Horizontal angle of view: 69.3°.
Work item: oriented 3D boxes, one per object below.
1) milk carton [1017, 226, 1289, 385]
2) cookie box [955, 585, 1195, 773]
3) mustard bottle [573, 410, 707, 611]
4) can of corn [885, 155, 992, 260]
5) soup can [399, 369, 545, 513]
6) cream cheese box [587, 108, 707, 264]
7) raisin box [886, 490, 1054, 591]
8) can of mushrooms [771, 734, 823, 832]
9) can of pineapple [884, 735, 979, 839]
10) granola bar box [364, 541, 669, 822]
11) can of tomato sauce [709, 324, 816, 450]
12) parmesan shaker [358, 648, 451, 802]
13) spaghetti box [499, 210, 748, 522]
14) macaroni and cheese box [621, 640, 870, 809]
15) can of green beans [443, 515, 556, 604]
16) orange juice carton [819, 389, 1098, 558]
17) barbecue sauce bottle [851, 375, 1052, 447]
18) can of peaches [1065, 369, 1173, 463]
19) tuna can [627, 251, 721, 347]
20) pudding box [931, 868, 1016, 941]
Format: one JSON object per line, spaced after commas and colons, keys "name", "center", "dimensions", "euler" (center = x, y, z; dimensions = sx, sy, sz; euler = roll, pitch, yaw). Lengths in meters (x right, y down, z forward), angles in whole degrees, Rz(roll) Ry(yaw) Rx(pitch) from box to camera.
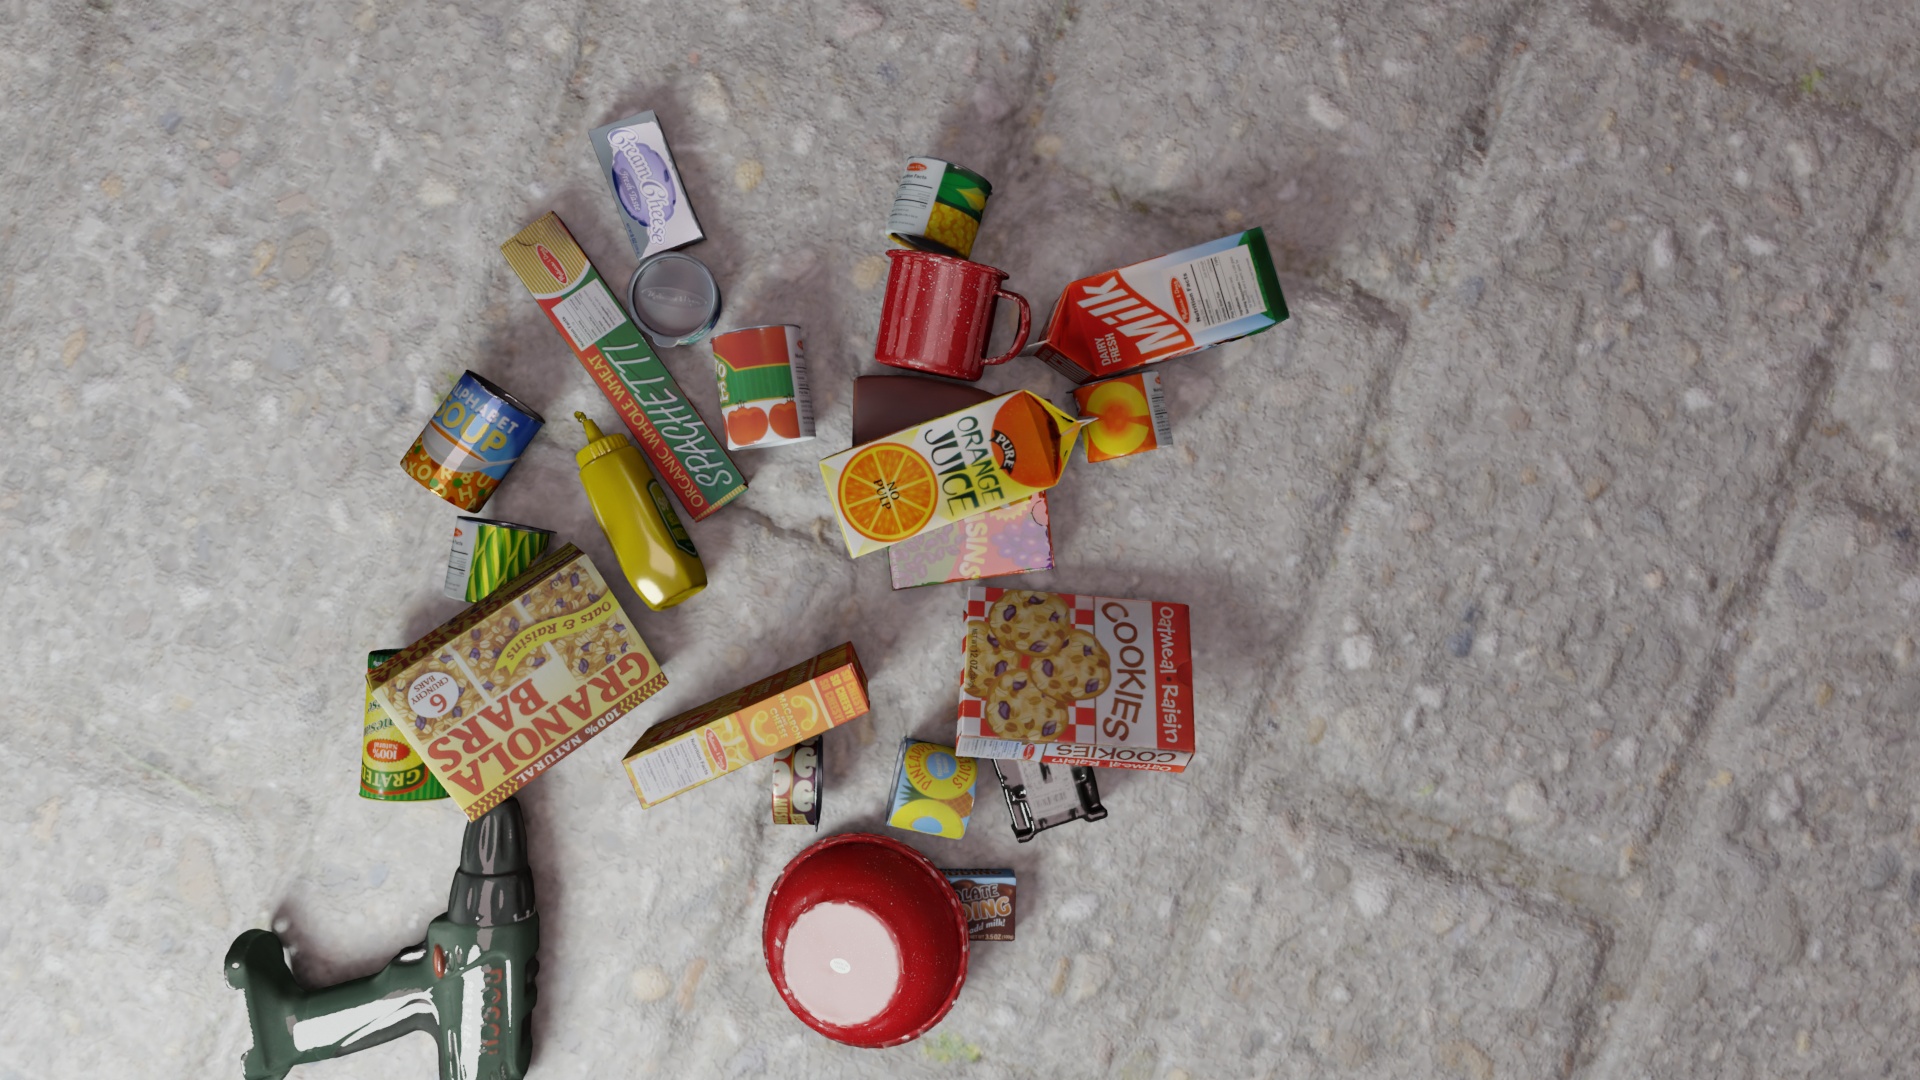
{"name": "milk carton", "center": [0.136, -0.167, 1.033], "dimensions": [0.191, 0.072, 0.073], "euler": [-17, 91, -4]}
{"name": "cookie box", "center": [0.084, 0.100, 1.015], "dimensions": [0.167, 0.040, 0.123], "euler": [5, 57, -3]}
{"name": "mustard bottle", "center": [-0.241, -0.027, 1.014], "dimensions": [0.049, 0.065, 0.160], "euler": [-29, 88, 3]}
{"name": "can of corn", "center": [-0.015, -0.244, 1.029], "dimensions": [0.071, 0.071, 0.058], "euler": [18, 90, -3]}
{"name": "soup can", "center": [-0.353, -0.071, 1.003], "dimensions": [0.071, 0.071, 0.084], "euler": [35, 88, -3]}
{"name": "cream cheese box", "center": [-0.233, -0.263, 1.035], "dimensions": [0.053, 0.024, 0.103], "euler": [-22, 91, -5]}
{"name": "raisin box", "center": [0.004, -0.013, 1.040], "dimensions": [0.123, 0.040, 0.086], "euler": [-7, 89, -4]}
{"name": "can of mushrooms", "center": [-0.119, 0.178, 1.017], "dimensions": [0.033, 0.071, 0.071], "euler": [2, 90, -3]}
{"name": "can of pineapple", "center": [-0.021, 0.182, 1.023], "dimensions": [0.058, 0.071, 0.071], "euler": [12, 89, -4]}
{"name": "granola bar box", "center": [-0.308, 0.098, 0.978], "dimensions": [0.166, 0.039, 0.123], "euler": [-36, 119, -18]}
{"name": "can of tomato sauce", "center": [-0.146, -0.111, 1.019], "dimensions": [0.071, 0.071, 0.083], "euler": [-9, 91, -3]}
{"name": "parmesan shaker", "center": [-0.398, 0.132, 1.002], "dimensions": [0.071, 0.071, 0.103], "euler": [3, 90, -3]}
{"name": "spaghetti box", "center": [-0.247, -0.127, 1.031], "dimensions": [0.050, 0.028, 0.250], "euler": [-35, 92, -3]}
{"name": "macaroni and cheese box", "center": [-0.147, 0.128, 0.988], "dimensions": [0.166, 0.124, 0.040], "euler": [-23, 94, -3]}
{"name": "can of green beans", "center": [-0.335, 0.016, 1.006], "dimensions": [0.071, 0.071, 0.058], "euler": [10, 90, -3]}
{"name": "orange juice carton", "center": [0.002, -0.055, 0.982], "dimensions": [0.193, 0.072, 0.073], "euler": [-20, 96, -2]}
{"name": "barbecue sauce bottle", "center": [-0.006, -0.090, 1.038], "dimensions": [0.149, 0.043, 0.065], "euler": [1, 91, -4]}
{"name": "can of peaches", "center": [0.119, -0.091, 1.036], "dimensions": [0.071, 0.071, 0.058], "euler": [-13, 91, -3]}
{"name": "tuna can", "center": [-0.212, -0.176, 1.031], "dimensions": [0.071, 0.033, 0.071], "euler": [0, 90, -3]}
{"name": "pudding box", "center": [0.000, 0.273, 1.043], "dimensions": [0.084, 0.030, 0.049], "euler": [2, 89, -4]}
